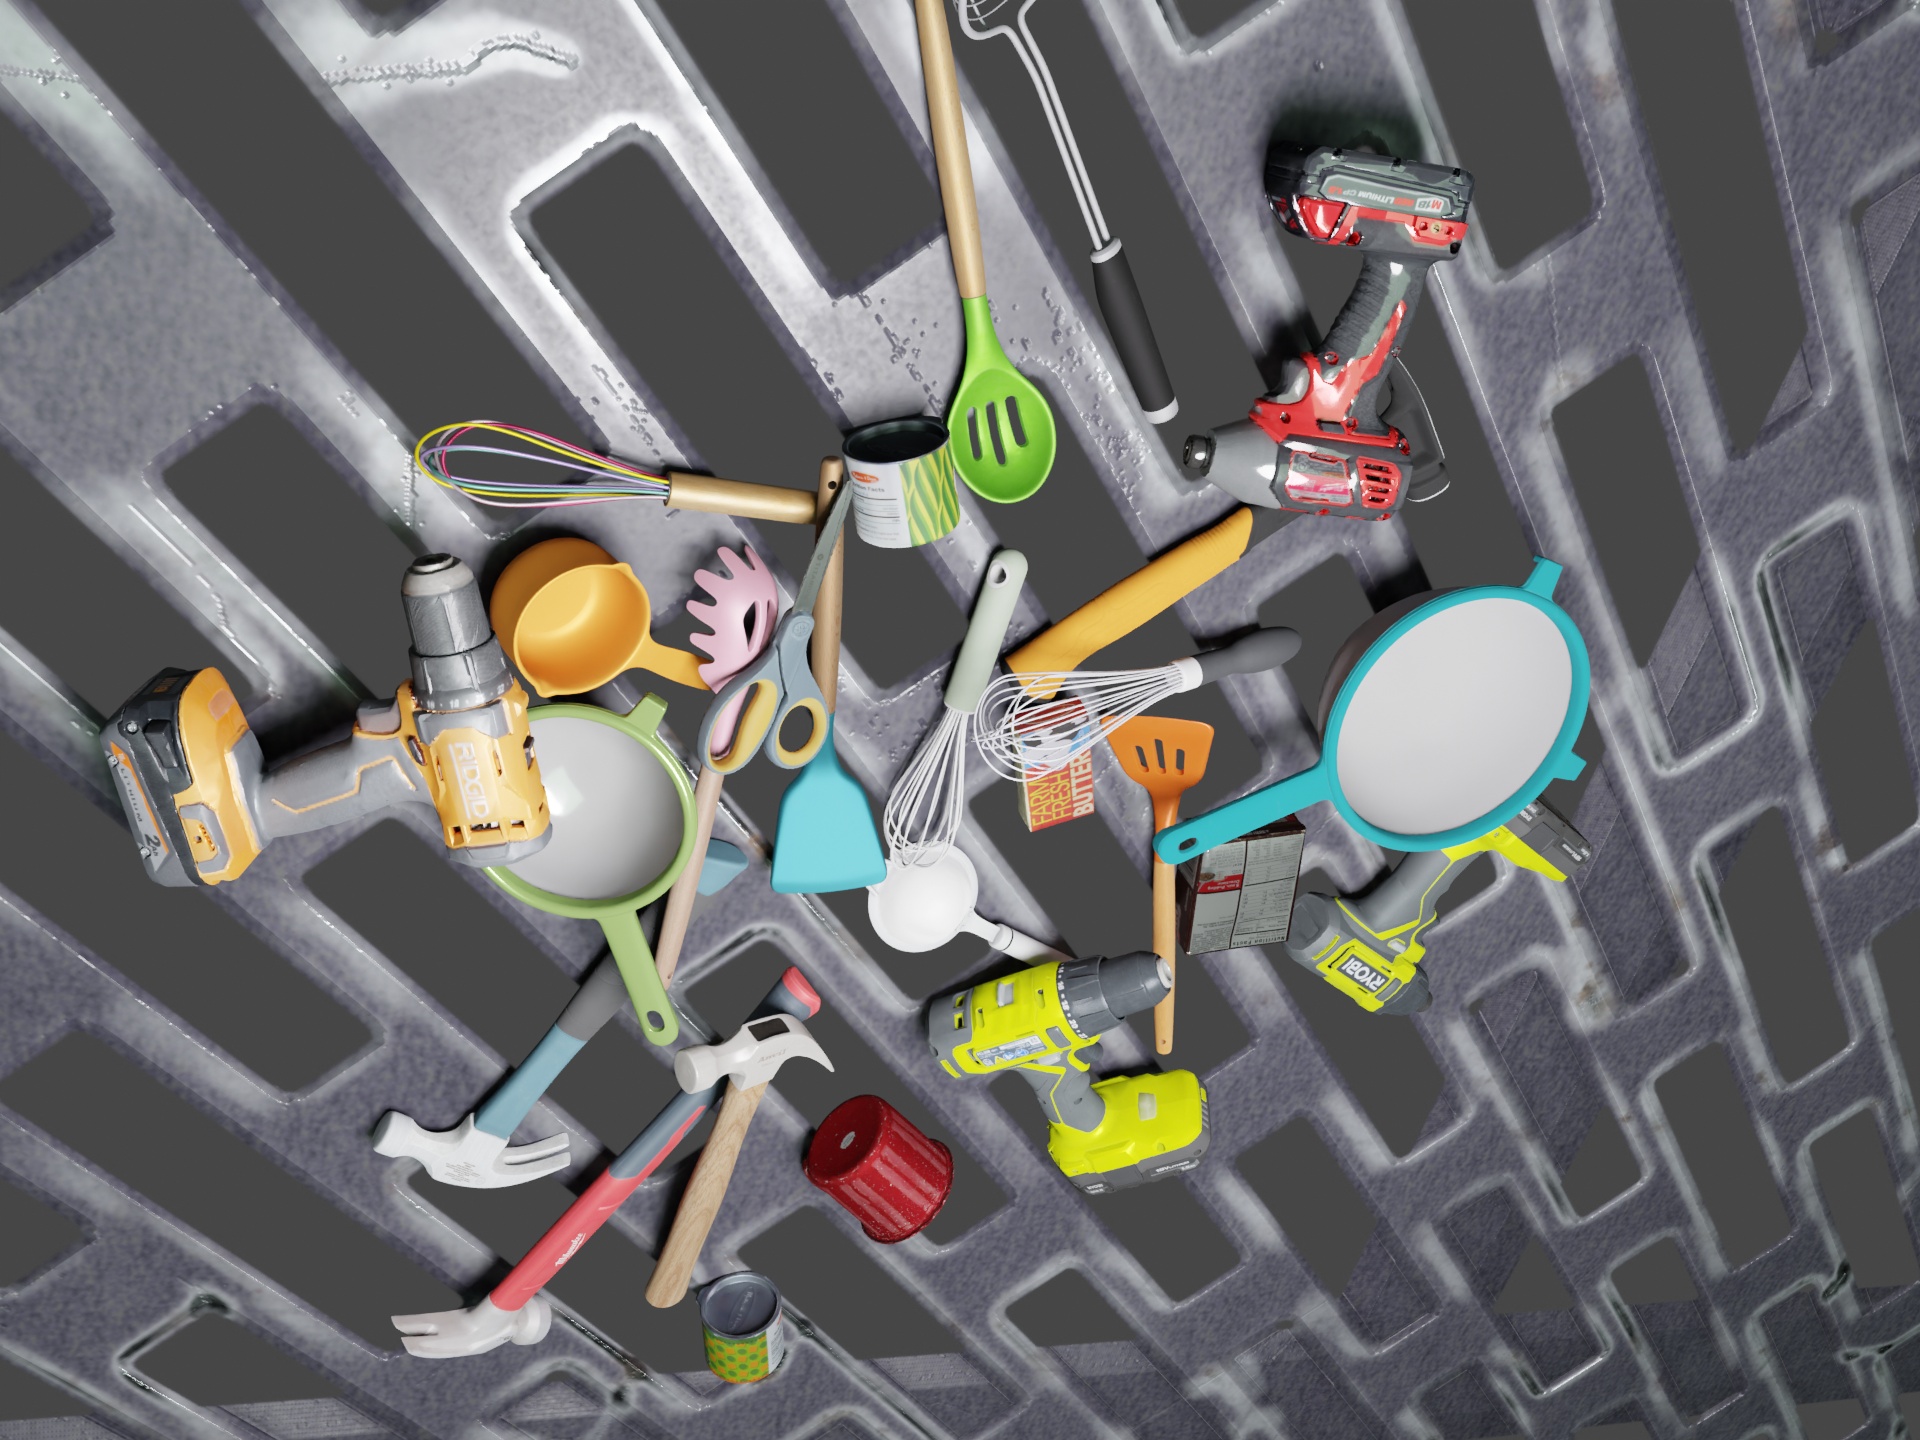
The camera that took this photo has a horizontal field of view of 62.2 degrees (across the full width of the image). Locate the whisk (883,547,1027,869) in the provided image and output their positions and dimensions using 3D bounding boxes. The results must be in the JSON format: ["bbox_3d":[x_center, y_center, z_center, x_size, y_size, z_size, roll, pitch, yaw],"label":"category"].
[{"bbox_3d":[-0.002,-0.003,1.088,0.059,0.058,0.246,-12,127,-54],"label":"whisk"}]

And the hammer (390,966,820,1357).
[{"bbox_3d":[-0.250,0.327,1.172,0.386,0.038,0.143,-47,150,8],"label":"hammer"}]

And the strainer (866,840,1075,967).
[{"bbox_3d":[0.026,0.159,1.194,0.258,0.050,0.087,30,92,-34],"label":"strainer"}]

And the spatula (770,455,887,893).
[{"bbox_3d":[-0.085,-0.022,1.035,0.082,0.044,0.317,-4,126,-12],"label":"spatula"}]

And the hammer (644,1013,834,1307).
[{"bbox_3d":[-0.184,0.337,1.193,0.130,0.031,0.331,-12,138,-39],"label":"hammer"}]

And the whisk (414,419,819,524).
[{"bbox_3d":[-0.194,-0.141,0.939,0.245,0.051,0.047,4,112,-25],"label":"whisk"}]

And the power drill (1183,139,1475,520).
[{"bbox_3d":[0.223,-0.236,0.982,0.143,0.079,0.219,6,112,-8],"label":"power drill"}]

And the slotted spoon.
[{"bbox_3d":[0.006,-0.277,0.937,0.070,0.031,0.313,-17,121,-9],"label":"slotted spoon"}]

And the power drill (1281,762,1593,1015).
[{"bbox_3d":[0.388,0.141,1.287,0.171,0.080,0.223,33,108,-32],"label":"power drill"}]

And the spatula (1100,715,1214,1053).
[{"bbox_3d":[0.152,0.130,1.205,0.081,0.041,0.322,5,119,16],"label":"spatula"}]

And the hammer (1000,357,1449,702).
[{"bbox_3d":[0.170,-0.121,1.080,0.337,0.034,0.127,-33,125,2],"label":"hammer"}]

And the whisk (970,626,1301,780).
[{"bbox_3d":[0.127,-0.025,1.080,0.284,0.070,0.070,-18,125,-30],"label":"whisk"}]

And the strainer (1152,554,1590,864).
[{"bbox_3d":[0.284,0.009,1.159,0.340,0.095,0.210,-23,122,-4],"label":"strainer"}]

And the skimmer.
[{"bbox_3d":[0.084,-0.320,0.900,0.127,0.090,0.362,-49,131,-26],"label":"skimmer"}]

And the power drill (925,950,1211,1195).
[{"bbox_3d":[0.106,0.267,1.234,0.190,0.080,0.228,-21,128,21],"label":"power drill"}]

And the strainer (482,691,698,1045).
[{"bbox_3d":[-0.225,0.092,1.033,0.151,0.069,0.256,-11,115,7],"label":"strainer"}]

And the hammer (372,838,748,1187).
[{"bbox_3d":[-0.267,0.209,1.124,0.128,0.033,0.331,34,104,-31],"label":"hammer"}]

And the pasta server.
[{"bbox_3d":[-0.169,0.040,1.034,0.060,0.040,0.316,-13,127,-50],"label":"pasta server"}]

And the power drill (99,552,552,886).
[{"bbox_3d":[-0.362,0.003,0.915,0.226,0.084,0.185,-6,115,-1],"label":"power drill"}]

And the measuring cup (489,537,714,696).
[{"bbox_3d":[-0.213,-0.056,0.984,0.173,0.052,0.095,22,105,-53],"label":"measuring cup"}]
